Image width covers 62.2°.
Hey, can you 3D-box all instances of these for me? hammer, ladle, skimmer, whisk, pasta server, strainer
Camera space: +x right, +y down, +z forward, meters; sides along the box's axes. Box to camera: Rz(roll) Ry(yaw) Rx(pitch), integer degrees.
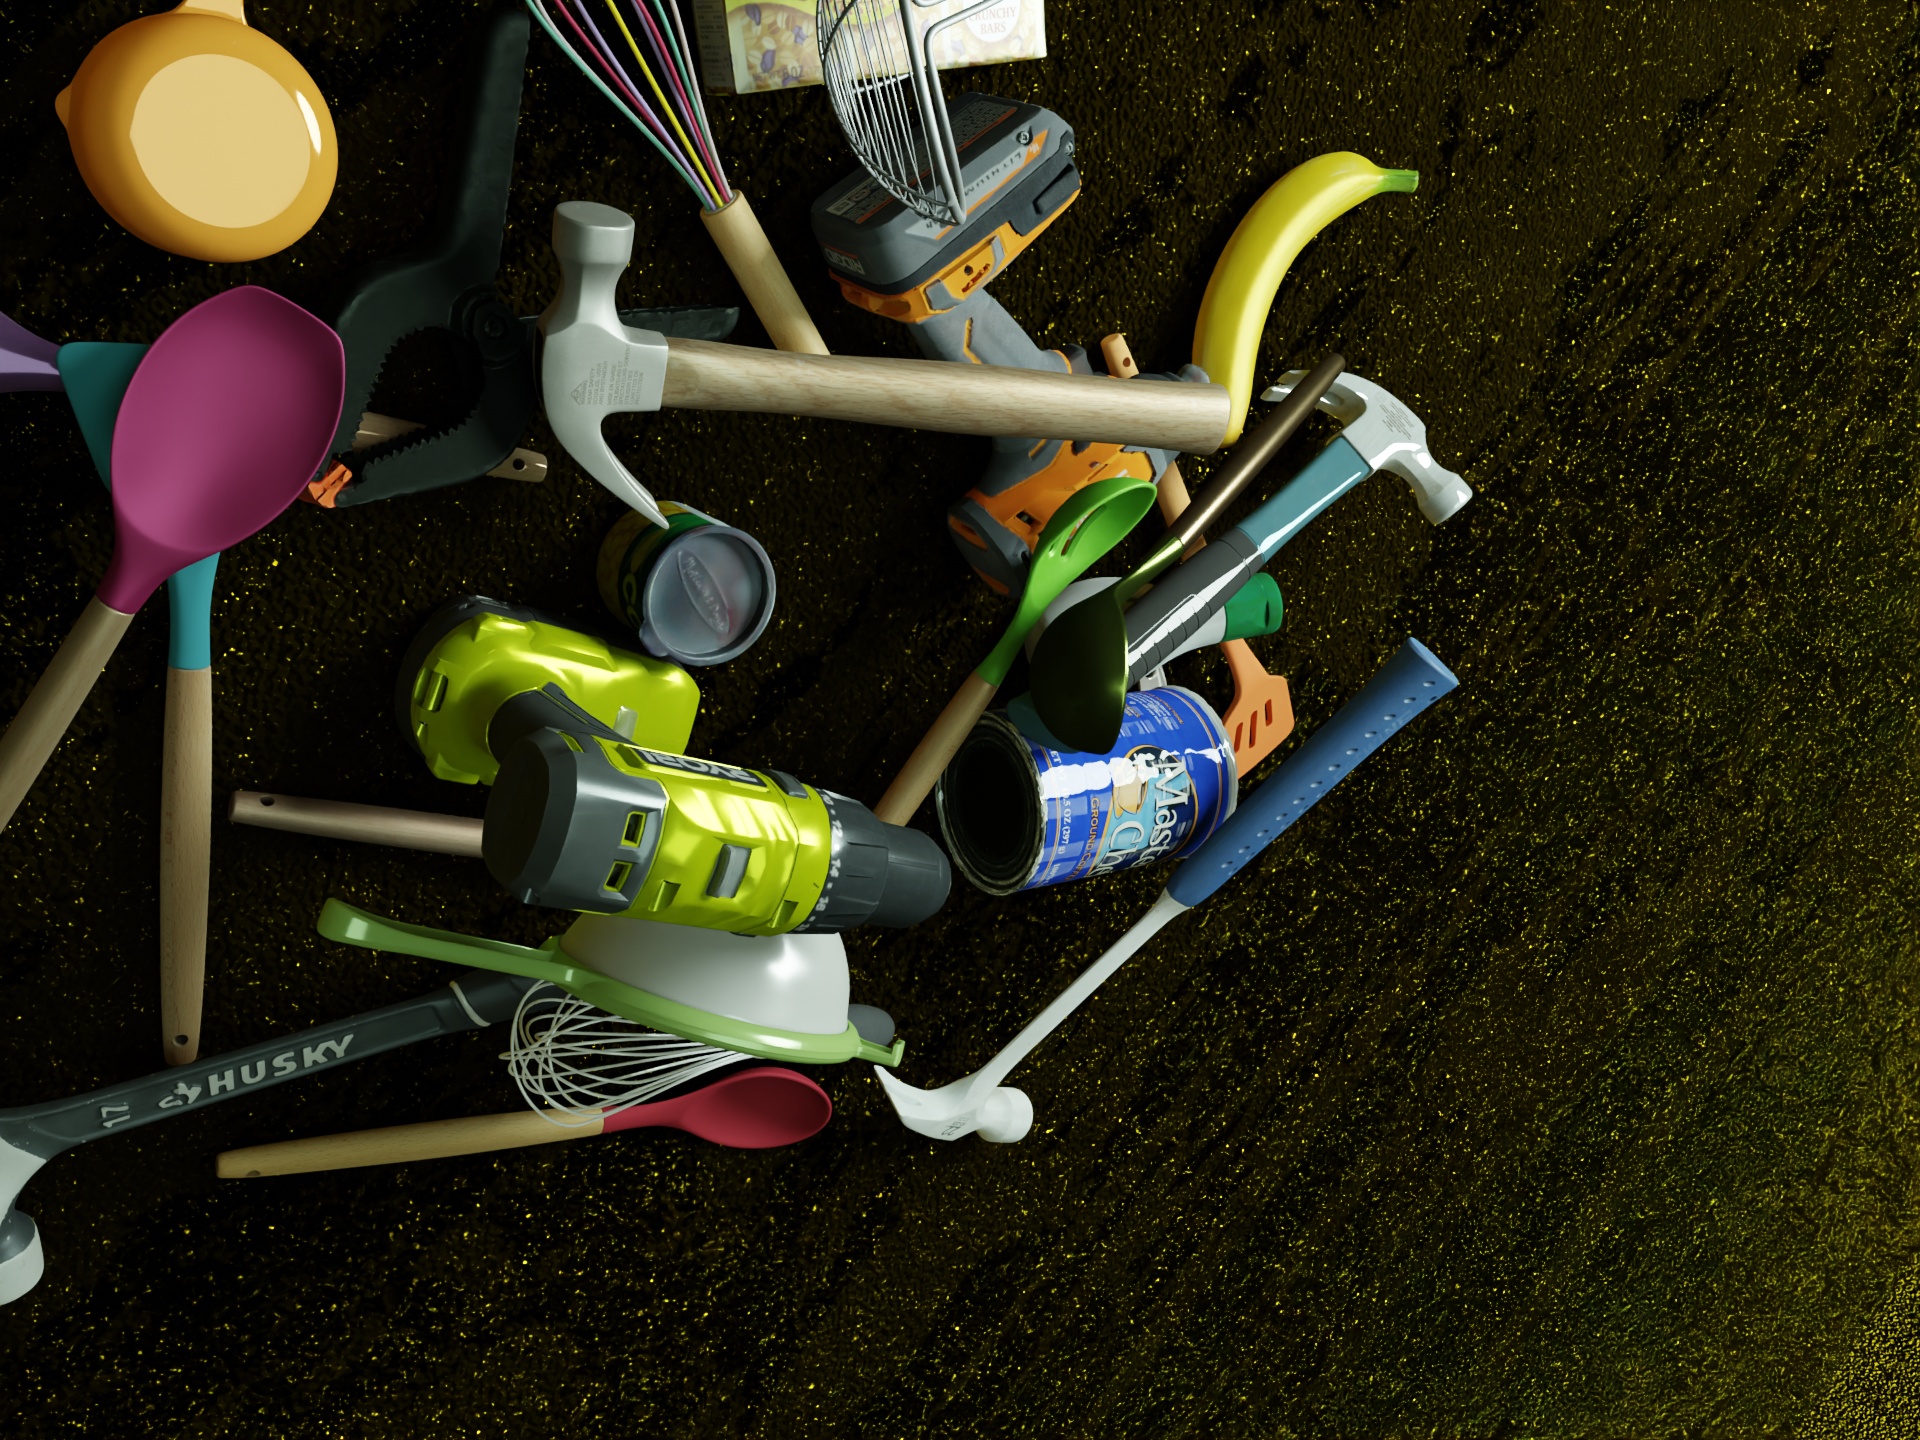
[{"bbox_3d":[0.114,0.106,0.897,0.405,0.035,0.144,-46,144,18],"label":"hammer"},{"bbox_3d":[0.136,-0.101,0.840,0.320,0.062,0.078,-47,166,-31],"label":"ladle"},{"bbox_3d":[-0.023,-0.145,0.716,0.331,0.031,0.130,0,124,-25],"label":"hammer"},{"bbox_3d":[0.061,-0.334,0.696,0.363,0.090,0.127,-44,133,-34],"label":"skimmer"},{"bbox_3d":[-0.116,-0.243,0.694,0.051,0.047,0.244,-48,133,-20],"label":"whisk"},{"bbox_3d":[-0.211,0.210,0.818,0.315,0.031,0.069,2,131,-34],"label":"ladle"},{"bbox_3d":[-0.178,0.058,0.760,0.316,0.060,0.040,11,133,-31],"label":"pasta server"},{"bbox_3d":[-0.249,0.133,0.742,0.409,0.036,0.149,-14,123,-35],"label":"hammer"},{"bbox_3d":[-0.120,0.165,0.817,0.284,0.070,0.070,13,101,-56],"label":"whisk"},{"bbox_3d":[-0.145,0.085,0.684,0.256,0.152,0.069,22,86,-44],"label":"strainer"},{"bbox_3d":[0.152,-0.088,0.889,0.331,0.033,0.128,-40,89,-26],"label":"hammer"}]

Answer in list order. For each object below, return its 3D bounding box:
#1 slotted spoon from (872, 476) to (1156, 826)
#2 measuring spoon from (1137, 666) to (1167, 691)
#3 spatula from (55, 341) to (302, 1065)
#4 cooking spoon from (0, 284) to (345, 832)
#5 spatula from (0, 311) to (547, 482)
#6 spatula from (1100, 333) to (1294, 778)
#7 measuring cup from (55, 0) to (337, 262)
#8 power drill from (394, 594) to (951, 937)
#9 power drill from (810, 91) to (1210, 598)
[{"bbox_3d":[-0.001,-0.003,0.831,0.313,0.031,0.070,-55,158,19],"label":"slotted spoon"},{"bbox_3d":[0.122,0.012,0.991,0.034,0.018,0.124,-22,113,-25],"label":"measuring spoon"},{"bbox_3d":[-0.317,0.005,0.648,0.082,0.044,0.317,1,109,-24],"label":"spatula"},{"bbox_3d":[-0.334,-0.024,0.604,0.068,0.017,0.319,31,99,-29],"label":"cooking spoon"},{"bbox_3d":[-0.311,-0.130,0.614,0.315,0.018,0.060,8,97,-37],"label":"spatula"},{"bbox_3d":[0.140,-0.087,0.957,0.081,0.041,0.322,-38,122,-18],"label":"spatula"},{"bbox_3d":[-0.265,-0.252,0.575,0.095,0.052,0.173,5,107,-37],"label":"measuring cup"},{"bbox_3d":[-0.127,0.025,0.672,0.190,0.229,0.080,14,100,-39],"label":"power drill"},{"bbox_3d":[0.038,-0.191,0.799,0.164,0.084,0.226,-39,130,-11],"label":"power drill"}]
